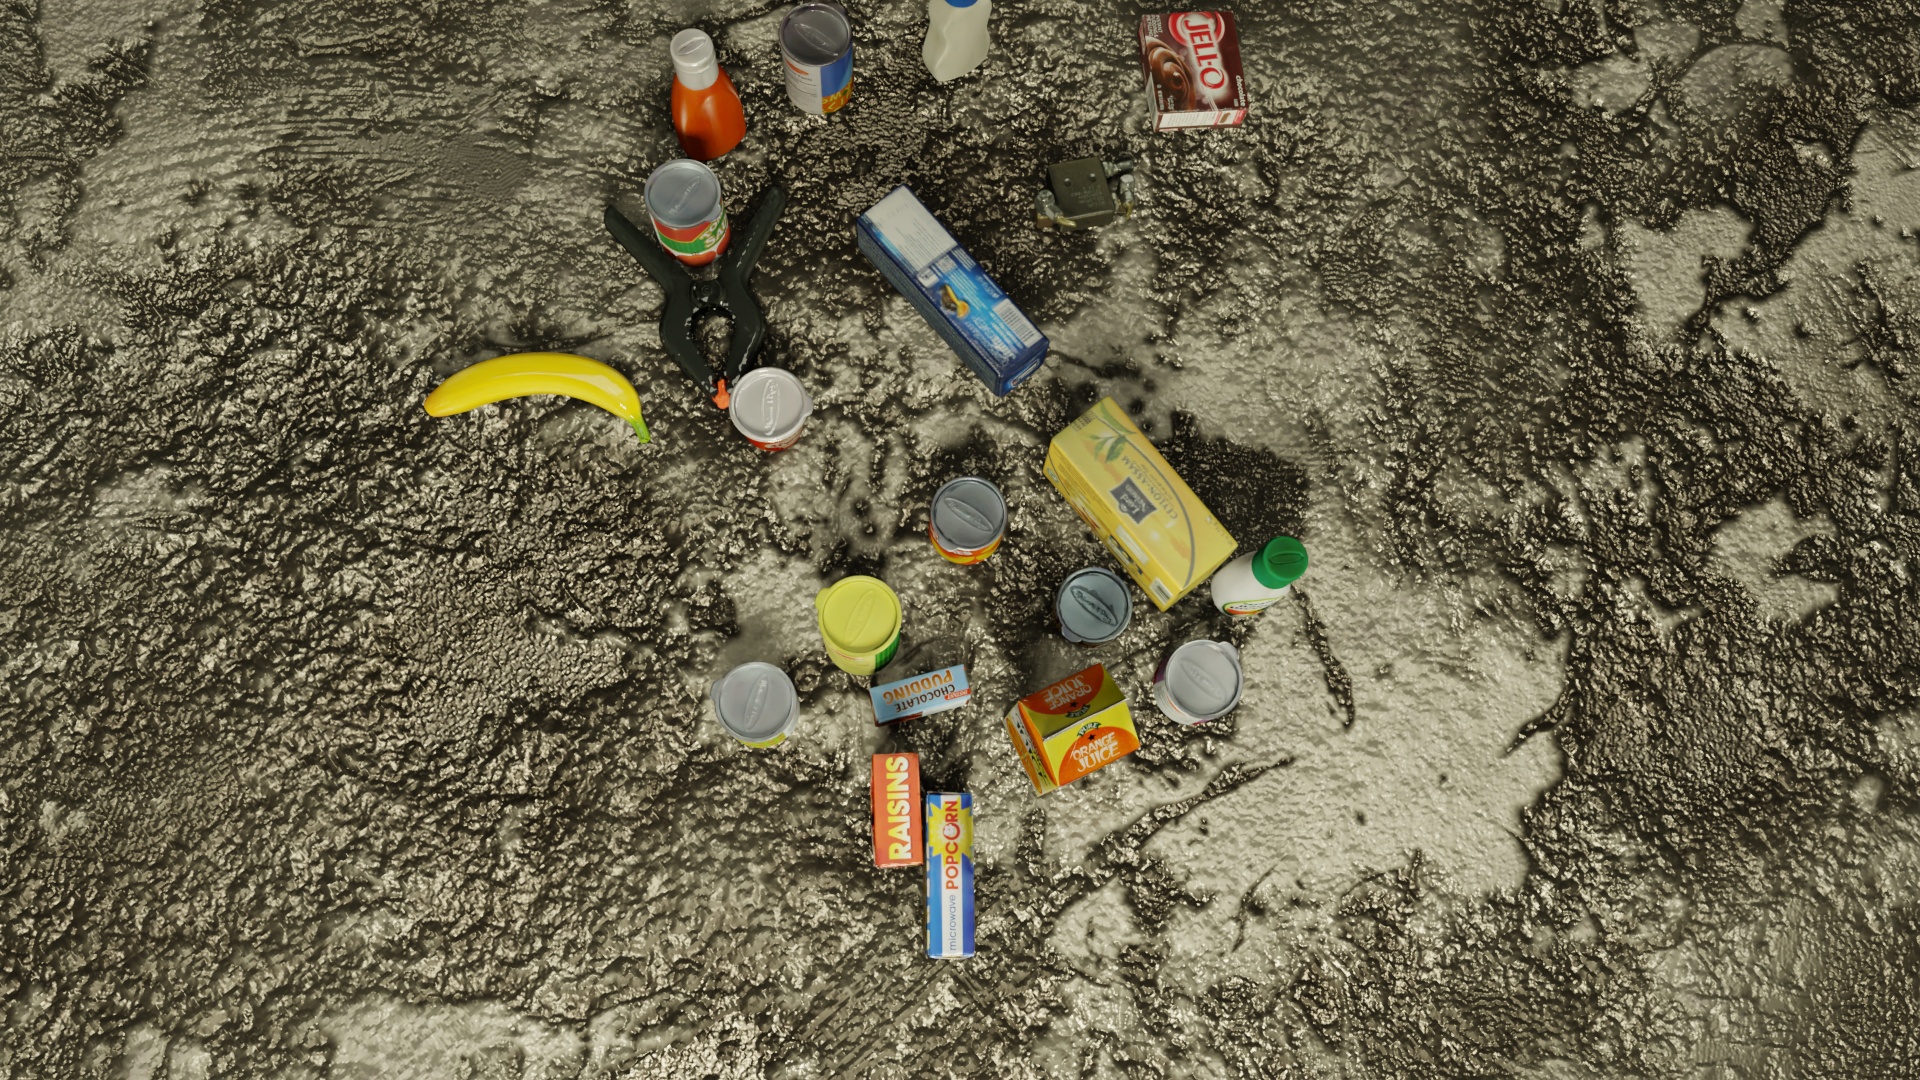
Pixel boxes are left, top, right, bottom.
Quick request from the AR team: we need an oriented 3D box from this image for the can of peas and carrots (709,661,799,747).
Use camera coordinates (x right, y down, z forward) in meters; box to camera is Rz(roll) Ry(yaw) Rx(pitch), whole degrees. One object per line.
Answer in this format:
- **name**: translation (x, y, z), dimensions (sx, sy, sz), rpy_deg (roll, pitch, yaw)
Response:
- **can of peas and carrots**: translation (-0.170, 0.136, 1.150), dimensions (0.071, 0.058, 0.071), rpy_deg (1, 76, -3)

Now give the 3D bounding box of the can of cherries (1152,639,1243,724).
- **can of cherries**: translation (0.202, 0.119, 1.175), dimensions (0.071, 0.058, 0.071), rpy_deg (1, 76, -3)

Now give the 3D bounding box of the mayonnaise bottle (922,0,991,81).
- **mayonnaise bottle**: translation (-0.001, -0.480, 1.268), dimensions (0.065, 0.147, 0.041), rpy_deg (-31, 80, -10)

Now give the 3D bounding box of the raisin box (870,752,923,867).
- **raisin box**: translation (-0.051, 0.216, 1.103), dimensions (0.040, 0.123, 0.086), rpy_deg (-2, 77, -3)

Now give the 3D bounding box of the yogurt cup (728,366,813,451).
- **yogurt cup**: translation (-0.166, -0.111, 1.215), dimensions (0.072, 0.054, 0.072), rpy_deg (1, 76, -3)

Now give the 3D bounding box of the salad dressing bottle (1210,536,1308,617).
- **salad dressing bottle**: translation (0.250, 0.030, 1.155), dimensions (0.064, 0.147, 0.044), rpy_deg (-6, 77, -5)

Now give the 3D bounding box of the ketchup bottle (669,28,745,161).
- **ketchup bottle**: translation (-0.228, -0.395, 1.233), dimensions (0.065, 0.148, 0.043), rpy_deg (-33, 80, -10)

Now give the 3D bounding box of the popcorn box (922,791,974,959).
- **popcorn box**: translation (-0.011, 0.267, 1.113), dimensions (0.038, 0.085, 0.127), rpy_deg (0, 76, -3)

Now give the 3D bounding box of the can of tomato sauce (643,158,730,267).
- **can of tomato sauce**: translation (-0.241, -0.290, 1.240), dimensions (0.071, 0.083, 0.071), rpy_deg (1, 76, -3)

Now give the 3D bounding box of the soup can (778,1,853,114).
- **soup can**: translation (-0.130, -0.446, 1.285), dimensions (0.071, 0.083, 0.071), rpy_deg (1, 76, -3)

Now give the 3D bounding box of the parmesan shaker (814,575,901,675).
- **parmesan shaker**: translation (-0.085, 0.070, 1.148), dimensions (0.071, 0.103, 0.071), rpy_deg (1, 76, -3)

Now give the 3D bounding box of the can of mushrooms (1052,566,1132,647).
- **can of mushrooms**: translation (0.111, 0.060, 1.198), dimensions (0.071, 0.033, 0.071), rpy_deg (1, 76, -3)

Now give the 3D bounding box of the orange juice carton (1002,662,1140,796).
- **orange juice carton**: translation (0.087, 0.150, 1.092), dimensions (0.072, 0.192, 0.073), rpy_deg (-24, 79, -8)

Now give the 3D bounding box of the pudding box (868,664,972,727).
- **pudding box**: translation (-0.034, 0.131, 1.164), dimensions (0.084, 0.049, 0.030), rpy_deg (-14, 78, -7)

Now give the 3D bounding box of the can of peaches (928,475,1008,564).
- **can of peaches**: translation (0.004, -0.015, 1.198), dimensions (0.071, 0.058, 0.071), rpy_deg (1, 76, -3)
